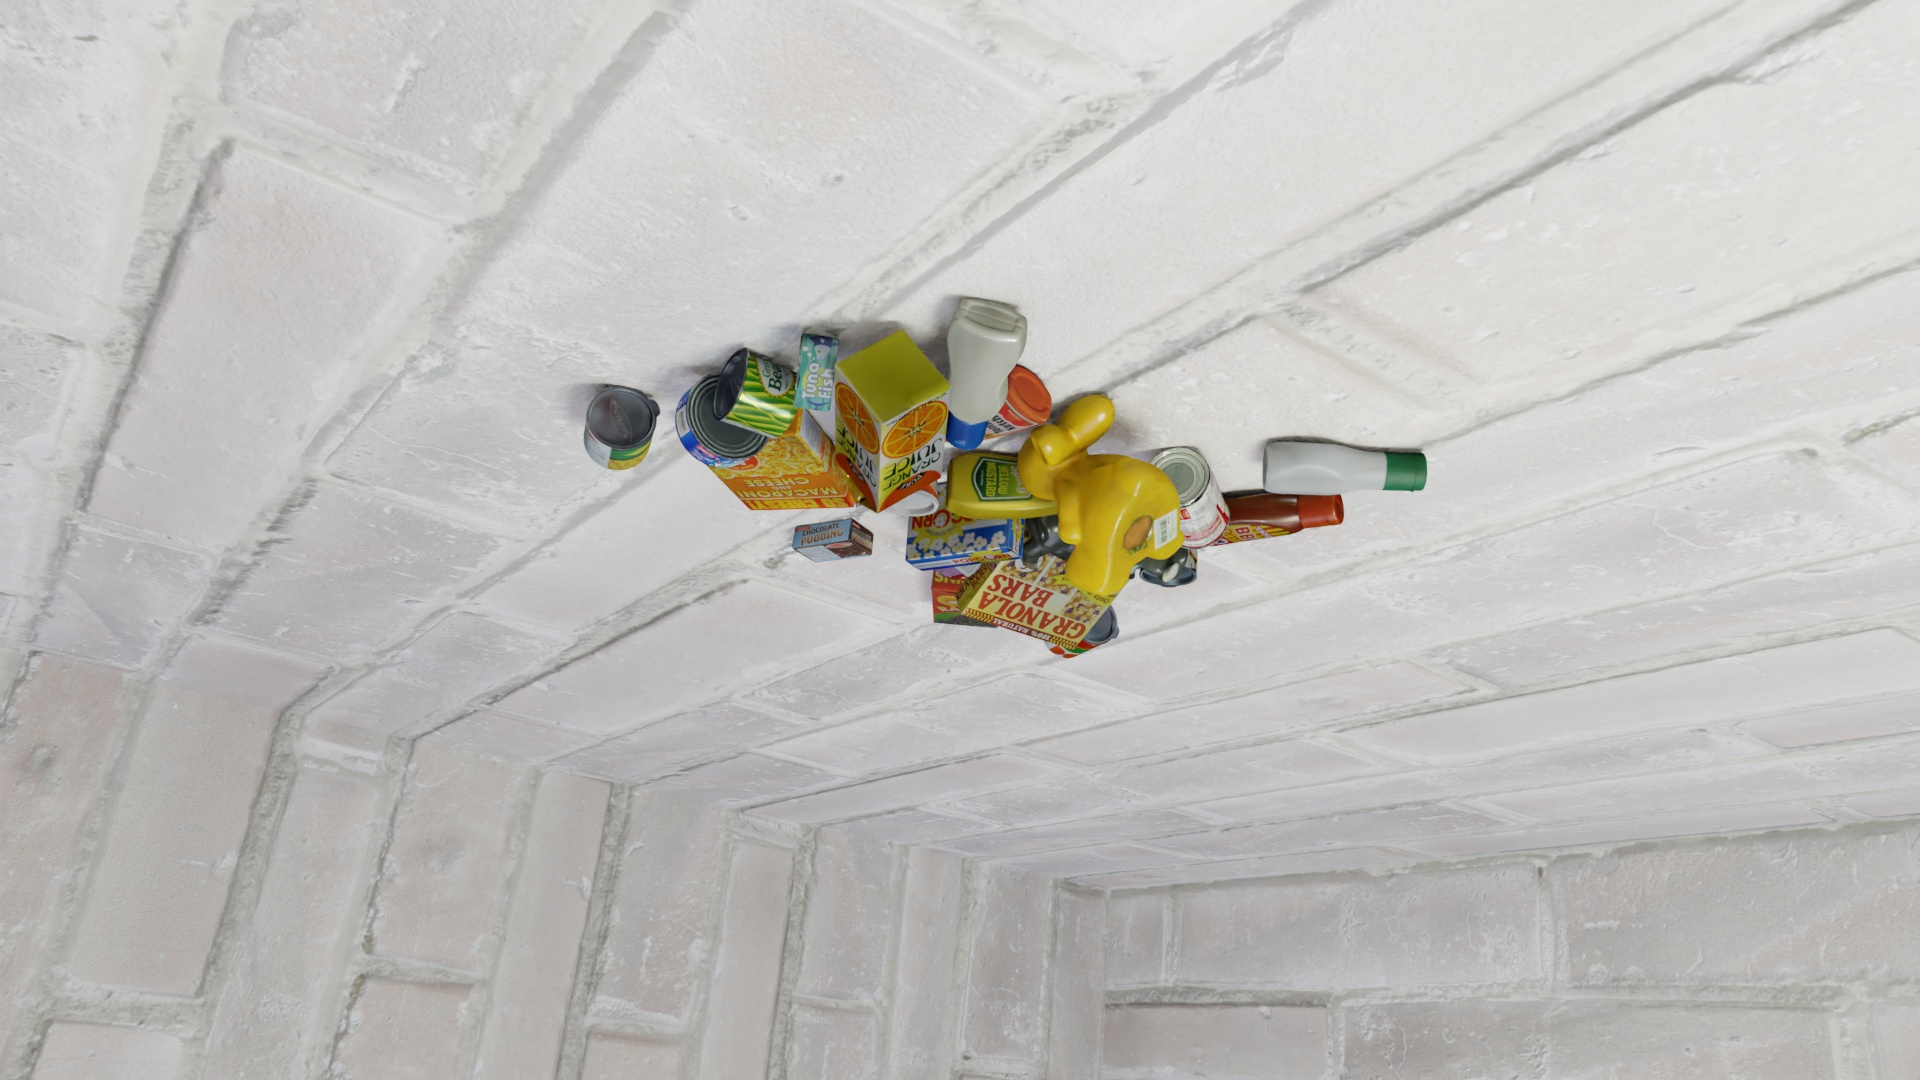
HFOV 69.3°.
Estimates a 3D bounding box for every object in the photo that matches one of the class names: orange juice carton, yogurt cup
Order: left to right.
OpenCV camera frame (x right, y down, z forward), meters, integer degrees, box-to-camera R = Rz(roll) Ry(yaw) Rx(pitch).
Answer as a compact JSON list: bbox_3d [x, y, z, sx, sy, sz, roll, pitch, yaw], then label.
[{"bbox_3d":[-0.063,-0.092,1.234,0.072,0.073,0.191,-31,158,-20],"label":"orange juice carton"},{"bbox_3d":[-0.054,-0.061,1.417,0.072,0.054,0.072,5,158,2],"label":"yogurt cup"}]

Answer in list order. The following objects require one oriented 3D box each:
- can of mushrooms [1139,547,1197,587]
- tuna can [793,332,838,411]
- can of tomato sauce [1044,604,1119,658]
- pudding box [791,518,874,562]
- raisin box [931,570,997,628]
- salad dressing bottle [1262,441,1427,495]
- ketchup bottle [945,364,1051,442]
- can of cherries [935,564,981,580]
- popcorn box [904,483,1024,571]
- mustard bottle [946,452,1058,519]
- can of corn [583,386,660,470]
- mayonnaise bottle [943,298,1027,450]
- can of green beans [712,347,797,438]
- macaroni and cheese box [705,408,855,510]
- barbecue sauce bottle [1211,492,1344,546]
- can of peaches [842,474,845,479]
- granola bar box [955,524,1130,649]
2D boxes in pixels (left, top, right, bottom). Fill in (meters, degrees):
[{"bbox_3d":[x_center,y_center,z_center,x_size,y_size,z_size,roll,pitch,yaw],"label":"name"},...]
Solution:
[{"bbox_3d":[0.238,0.027,1.589,0.071,0.033,0.070,4,157,2],"label":"can of mushrooms"},{"bbox_3d":[-0.126,-0.146,1.209,0.033,0.071,0.070,7,158,-7],"label":"tuna can"},{"bbox_3d":[0.153,0.111,1.772,0.071,0.071,0.082,15,157,-20],"label":"can of tomato sauce"},{"bbox_3d":[-0.149,0.001,1.627,0.083,0.030,0.049,-7,153,29],"label":"pudding box"},{"bbox_3d":[0.007,0.071,1.747,0.086,0.040,0.123,6,157,2],"label":"raisin box"},{"bbox_3d":[0.363,-0.067,1.315,0.148,0.044,0.064,3,156,5],"label":"salad dressing bottle"},{"bbox_3d":[0.010,-0.117,1.278,0.148,0.044,0.064,-15,141,42],"label":"ketchup bottle"},{"bbox_3d":[-0.015,0.004,1.556,0.071,0.072,0.058,-7,155,28],"label":"can of cherries"},{"bbox_3d":[0.005,-0.018,1.467,0.126,0.085,0.038,-8,155,29],"label":"popcorn box"},{"bbox_3d":[0.066,-0.053,1.402,0.160,0.065,0.048,2,163,-5],"label":"mustard bottle"},{"bbox_3d":[-0.331,-0.109,1.357,0.071,0.071,0.058,12,157,-14],"label":"can of corn"},{"bbox_3d":[0.014,-0.137,1.182,0.065,0.041,0.147,18,142,3],"label":"mayonnaise bottle"},{"bbox_3d":[-0.184,-0.132,1.262,0.058,0.071,0.071,19,154,-30],"label":"can of green beans"},{"bbox_3d":[-0.189,-0.083,1.417,0.124,0.040,0.166,-1,156,16],"label":"macaroni and cheese box"},{"bbox_3d":[0.316,-0.025,1.427,0.148,0.044,0.065,-8,158,30],"label":"barbecue sauce bottle"},{"bbox_3d":[-0.082,-0.083,1.350,0.071,0.071,0.057,8,156,-6],"label":"can of peaches"},{"bbox_3d":[0.095,0.052,1.599,0.165,0.039,0.123,20,119,-31],"label":"granola bar box"}]
